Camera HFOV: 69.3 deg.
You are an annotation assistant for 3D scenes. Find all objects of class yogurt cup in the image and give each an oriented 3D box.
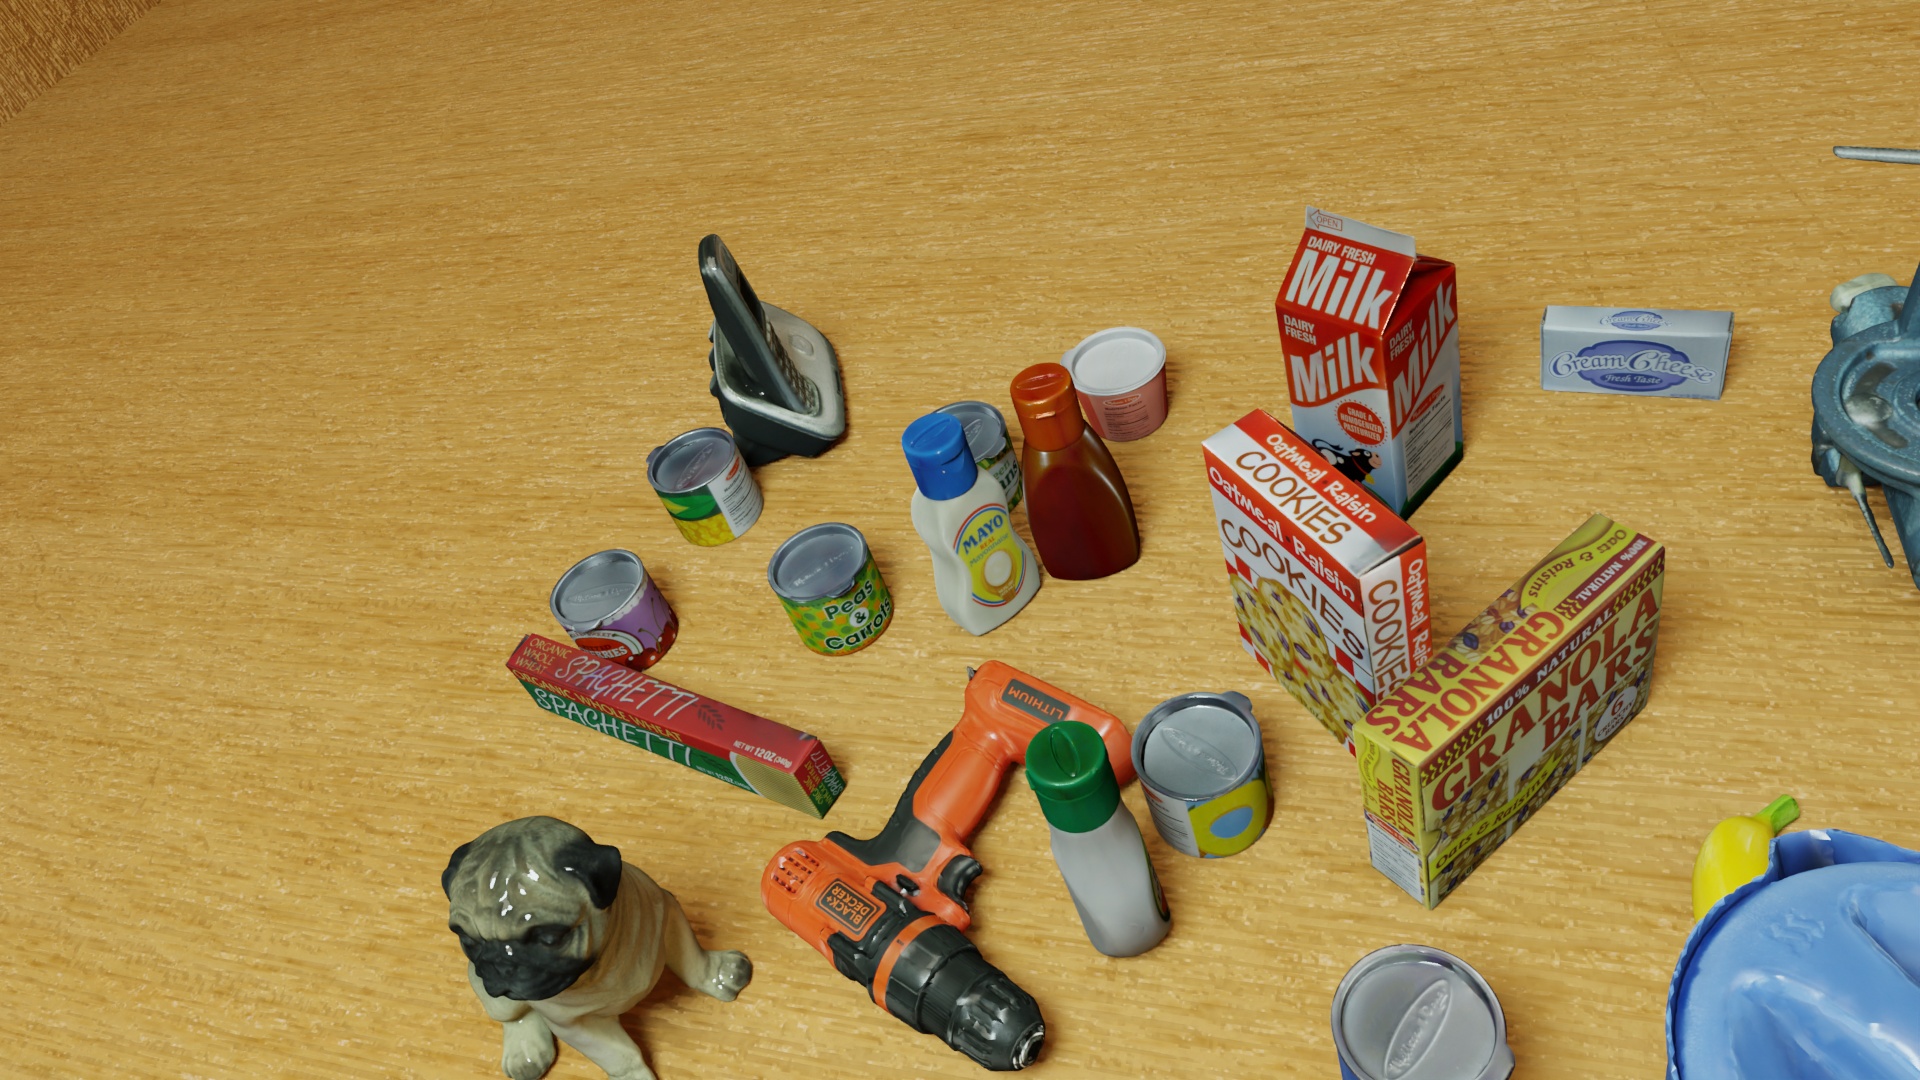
[{"bbox_3d":[0.111,-0.105,0.950,0.072,0.053,0.073,-11,44,11],"label":"yogurt cup"}]

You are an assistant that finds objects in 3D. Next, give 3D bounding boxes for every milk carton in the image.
[{"bbox_3d":[0.238,-0.106,0.803,0.074,0.189,0.072,-43,47,-21],"label":"milk carton"}]

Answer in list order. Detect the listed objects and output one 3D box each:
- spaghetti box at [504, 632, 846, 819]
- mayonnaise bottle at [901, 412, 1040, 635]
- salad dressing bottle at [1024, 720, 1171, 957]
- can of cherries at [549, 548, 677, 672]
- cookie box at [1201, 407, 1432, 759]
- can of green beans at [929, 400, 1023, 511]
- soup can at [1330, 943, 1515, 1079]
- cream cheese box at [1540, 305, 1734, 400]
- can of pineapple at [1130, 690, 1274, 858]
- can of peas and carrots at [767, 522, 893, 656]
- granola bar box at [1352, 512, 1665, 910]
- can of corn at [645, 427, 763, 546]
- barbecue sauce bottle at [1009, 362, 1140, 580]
[{"bbox_3d":[-0.181,0.110,0.853,0.250,0.050,0.029,14,54,32],"label":"spaghetti box"},{"bbox_3d":[0.003,-0.010,0.830,0.065,0.147,0.041,-38,46,-17],"label":"mayonnaise bottle"},{"bbox_3d":[0.065,0.142,0.655,0.044,0.147,0.064,-22,43,0],"label":"salad dressing bottle"},{"bbox_3d":[-0.231,0.051,0.925,0.071,0.058,0.072,-11,44,11],"label":"can of cherries"},{"bbox_3d":[0.185,0.029,0.707,0.040,0.166,0.123,-31,44,-9],"label":"cookie box"},{"bbox_3d":[0.005,-0.051,0.935,0.071,0.057,0.071,-11,44,11],"label":"can of green beans"},{"bbox_3d":[0.193,0.219,0.575,0.071,0.083,0.072,-11,44,11],"label":"soup can"},{"bbox_3d":[0.409,-0.114,0.845,0.104,0.053,0.024,7,50,27],"label":"cream cheese box"},{"bbox_3d":[0.128,0.121,0.717,0.071,0.057,0.071,-11,44,11],"label":"can of pineapple"},{"bbox_3d":[-0.080,0.033,0.885,0.071,0.058,0.071,-11,44,11],"label":"can of peas and carrots"},{"bbox_3d":[0.261,0.082,0.656,0.166,0.123,0.039,-37,45,-16],"label":"granola bar box"},{"bbox_3d":[-0.184,-0.038,0.996,0.071,0.058,0.071,-11,44,11],"label":"can of corn"},{"bbox_3d":[0.065,-0.039,0.835,0.065,0.147,0.044,-11,44,11],"label":"barbecue sauce bottle"}]
